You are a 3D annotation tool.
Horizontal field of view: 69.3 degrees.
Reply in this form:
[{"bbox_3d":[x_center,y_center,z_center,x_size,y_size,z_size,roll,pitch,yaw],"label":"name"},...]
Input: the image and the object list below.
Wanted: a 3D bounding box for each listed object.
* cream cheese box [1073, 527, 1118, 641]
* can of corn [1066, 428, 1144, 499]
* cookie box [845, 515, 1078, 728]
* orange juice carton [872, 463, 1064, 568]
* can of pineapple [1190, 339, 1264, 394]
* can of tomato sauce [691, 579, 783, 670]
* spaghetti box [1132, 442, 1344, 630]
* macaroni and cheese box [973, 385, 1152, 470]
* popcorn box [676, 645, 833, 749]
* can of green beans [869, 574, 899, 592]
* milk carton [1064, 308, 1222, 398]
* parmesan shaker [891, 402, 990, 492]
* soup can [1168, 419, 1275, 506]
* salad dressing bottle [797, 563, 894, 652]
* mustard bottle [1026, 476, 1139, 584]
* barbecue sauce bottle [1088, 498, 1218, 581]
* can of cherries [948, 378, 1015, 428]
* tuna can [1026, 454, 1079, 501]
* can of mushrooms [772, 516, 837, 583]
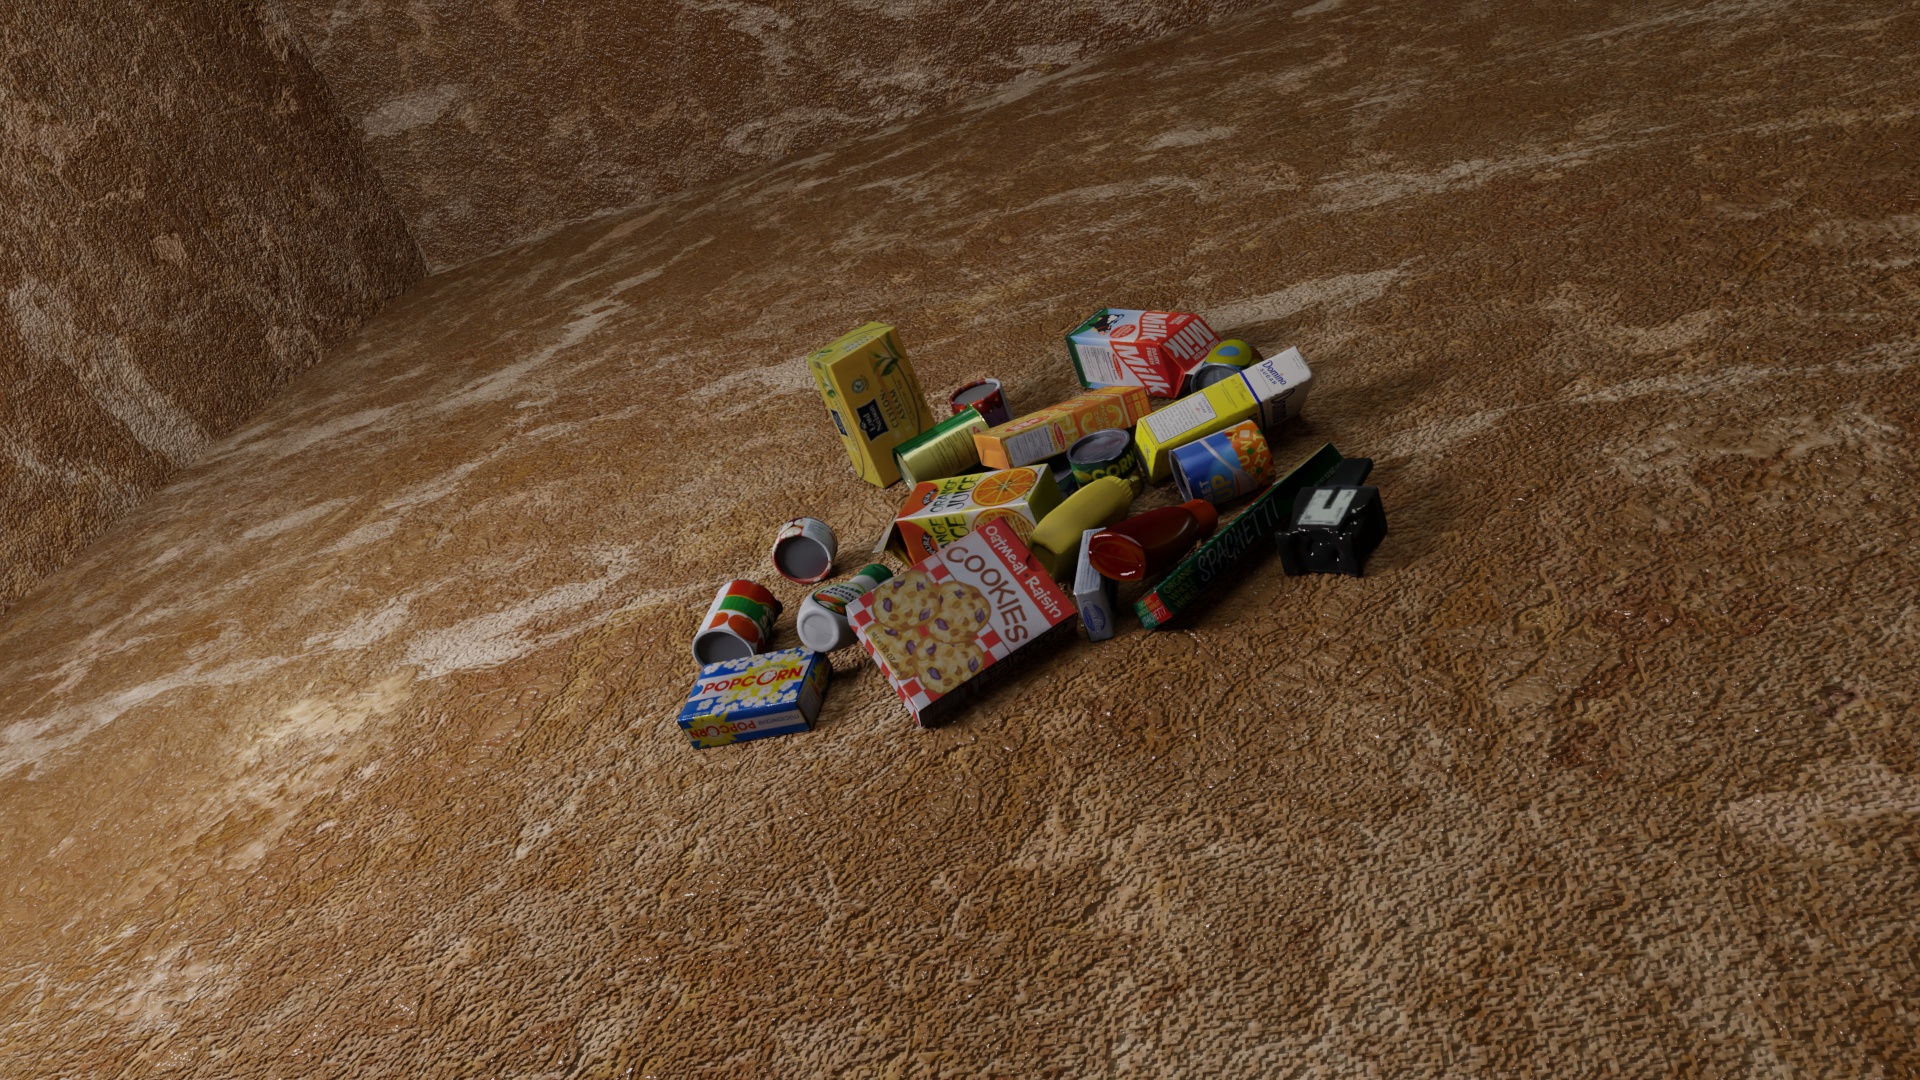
[{"bbox_3d":[0.123,0.038,1.243,0.024,0.053,0.104,-11,30,17],"label":"cream cheese box"},{"bbox_3d":[0.149,-0.071,1.409,0.071,0.058,0.071,-17,28,10],"label":"can of corn"},{"bbox_3d":[0.002,0.069,1.228,0.168,0.040,0.123,-30,63,-15],"label":"cookie box"},{"bbox_3d":[0.005,-0.018,1.403,0.192,0.072,0.072,-7,32,27],"label":"orange juice carton"},{"bbox_3d":[0.288,-0.173,1.480,0.071,0.070,0.058,-2,34,34],"label":"can of pineapple"},{"bbox_3d":[-0.222,0.090,1.387,0.071,0.071,0.083,-13,30,18],"label":"can of tomato sauce"},{"bbox_3d":[0.250,-0.006,1.233,0.251,0.028,0.050,-37,-3,-26],"label":"spaghetti box"},{"bbox_3d":[0.109,-0.122,1.499,0.167,0.040,0.124,-20,10,-10],"label":"macaroni and cheese box"},{"bbox_3d":[-0.189,0.145,1.296,0.126,0.038,0.085,-12,31,18],"label":"popcorn box"},{"bbox_3d":[-0.050,0.073,1.301,0.071,0.057,0.071,-17,28,10],"label":"can of green beans"},{"bbox_3d":[0.218,-0.215,1.595,0.072,0.073,0.190,-38,32,-28],"label":"milk carton"},{"bbox_3d":[-0.019,-0.102,1.568,0.103,0.071,0.071,-29,29,-12],"label":"parmesan shaker"},{"bbox_3d":[0.251,-0.068,1.327,0.084,0.071,0.071,-21,28,1],"label":"soup can"},{"bbox_3d":[-0.107,0.061,1.341,0.064,0.043,0.148,24,23,11],"label":"salad dressing bottle"},{"bbox_3d":[0.124,-0.021,1.336,0.049,0.065,0.161,32,49,22],"label":"mustard bottle"},{"bbox_3d":[0.179,-0.004,1.240,0.065,0.043,0.149,15,24,36],"label":"barbecue sauce bottle"},{"bbox_3d":[0.024,-0.150,1.634,0.071,0.058,0.072,-17,28,9],"label":"can of cherries"},{"bbox_3d":[0.094,-0.058,1.452,0.071,0.032,0.071,-17,28,10],"label":"tuna can"},{"bbox_3d":[-0.168,0.012,1.483,0.071,0.070,0.034,-15,29,14],"label":"can of mushrooms"}]
